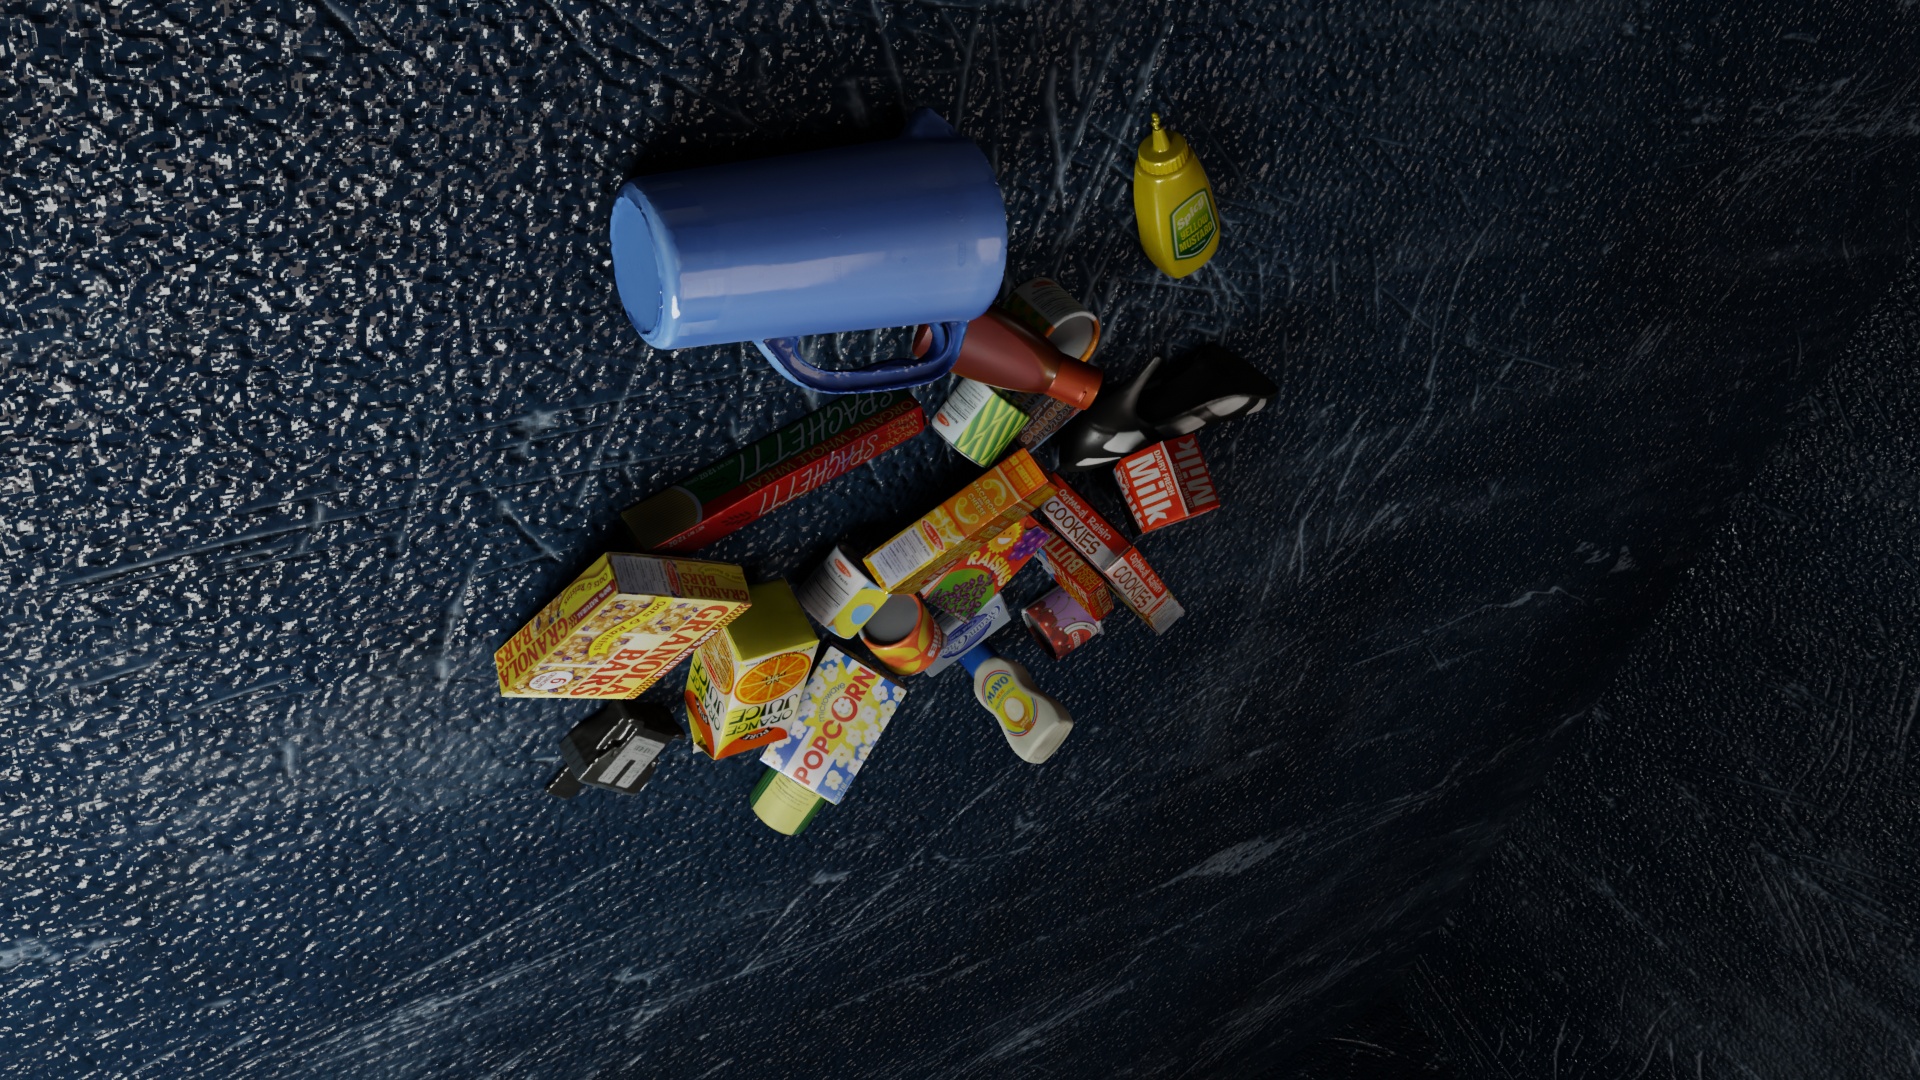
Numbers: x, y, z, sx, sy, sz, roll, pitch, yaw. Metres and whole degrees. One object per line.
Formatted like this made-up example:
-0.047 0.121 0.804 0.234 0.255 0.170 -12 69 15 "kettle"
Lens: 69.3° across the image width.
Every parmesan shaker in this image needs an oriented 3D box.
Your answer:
-0.154 0.225 1.354 0.071 0.071 0.102 15 116 -50 "parmesan shaker"

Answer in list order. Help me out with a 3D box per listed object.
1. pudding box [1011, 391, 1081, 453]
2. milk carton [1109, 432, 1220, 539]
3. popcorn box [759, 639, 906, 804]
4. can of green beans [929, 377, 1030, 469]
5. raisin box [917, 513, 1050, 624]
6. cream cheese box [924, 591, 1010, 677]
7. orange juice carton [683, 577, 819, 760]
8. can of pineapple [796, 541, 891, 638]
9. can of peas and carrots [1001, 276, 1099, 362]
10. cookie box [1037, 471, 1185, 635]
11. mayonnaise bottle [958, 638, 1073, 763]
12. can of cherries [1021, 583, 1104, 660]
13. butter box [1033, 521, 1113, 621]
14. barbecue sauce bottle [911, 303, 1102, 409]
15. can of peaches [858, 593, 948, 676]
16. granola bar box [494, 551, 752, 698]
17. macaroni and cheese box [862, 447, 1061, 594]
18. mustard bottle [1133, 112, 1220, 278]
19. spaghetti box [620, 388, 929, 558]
0.074 -0.121 1.243 0.084 0.030 0.049 -40 145 -4 "pudding box"
0.191 -0.050 1.299 0.073 0.072 0.190 -20 176 1 "milk carton"
-0.118 0.168 1.287 0.126 0.085 0.038 -58 -173 -2 "popcorn box"
0.017 -0.103 1.176 0.057 0.071 0.071 -51 143 11 "can of green beans"
0.017 0.013 1.318 0.123 0.040 0.086 -47 143 5 "raisin box"
-0.001 0.088 1.390 0.104 0.024 0.053 -36 144 -9 "cream cheese box"
-0.185 0.123 1.194 0.072 0.073 0.191 -14 146 -30 "orange juice carton"
-0.100 0.044 1.216 0.058 0.071 0.071 -48 144 8 "can of pineapple"
0.074 -0.175 1.162 0.071 0.059 0.070 -25 140 -22 "can of peas and carrots"
0.146 0.014 1.367 0.040 0.123 0.167 -44 144 1 "cookie box"
0.048 0.153 1.396 0.041 0.148 0.064 19 112 -50 "mayonnaise bottle"
0.106 0.085 1.447 0.058 0.072 0.071 -33 143 -13 "can of cherries"
0.107 0.030 1.365 0.024 0.104 0.053 -37 143 -9 "butter box"
0.040 -0.148 1.104 0.148 0.044 0.064 22 127 -12 "barbecue sauce bottle"
-0.054 0.084 1.298 0.071 0.071 0.058 -39 143 -5 "can of peaches"
-0.259 0.068 1.064 0.165 0.039 0.124 -36 152 33 "granola bar box"
0.004 -0.015 1.212 0.166 0.040 0.124 -35 173 6 "macaroni and cheese box"
0.174 -0.288 1.149 0.065 0.049 0.159 -39 144 -7 "mustard bottle"
-0.142 -0.056 1.088 0.251 0.050 0.028 -30 143 -18 "spaghetti box"
